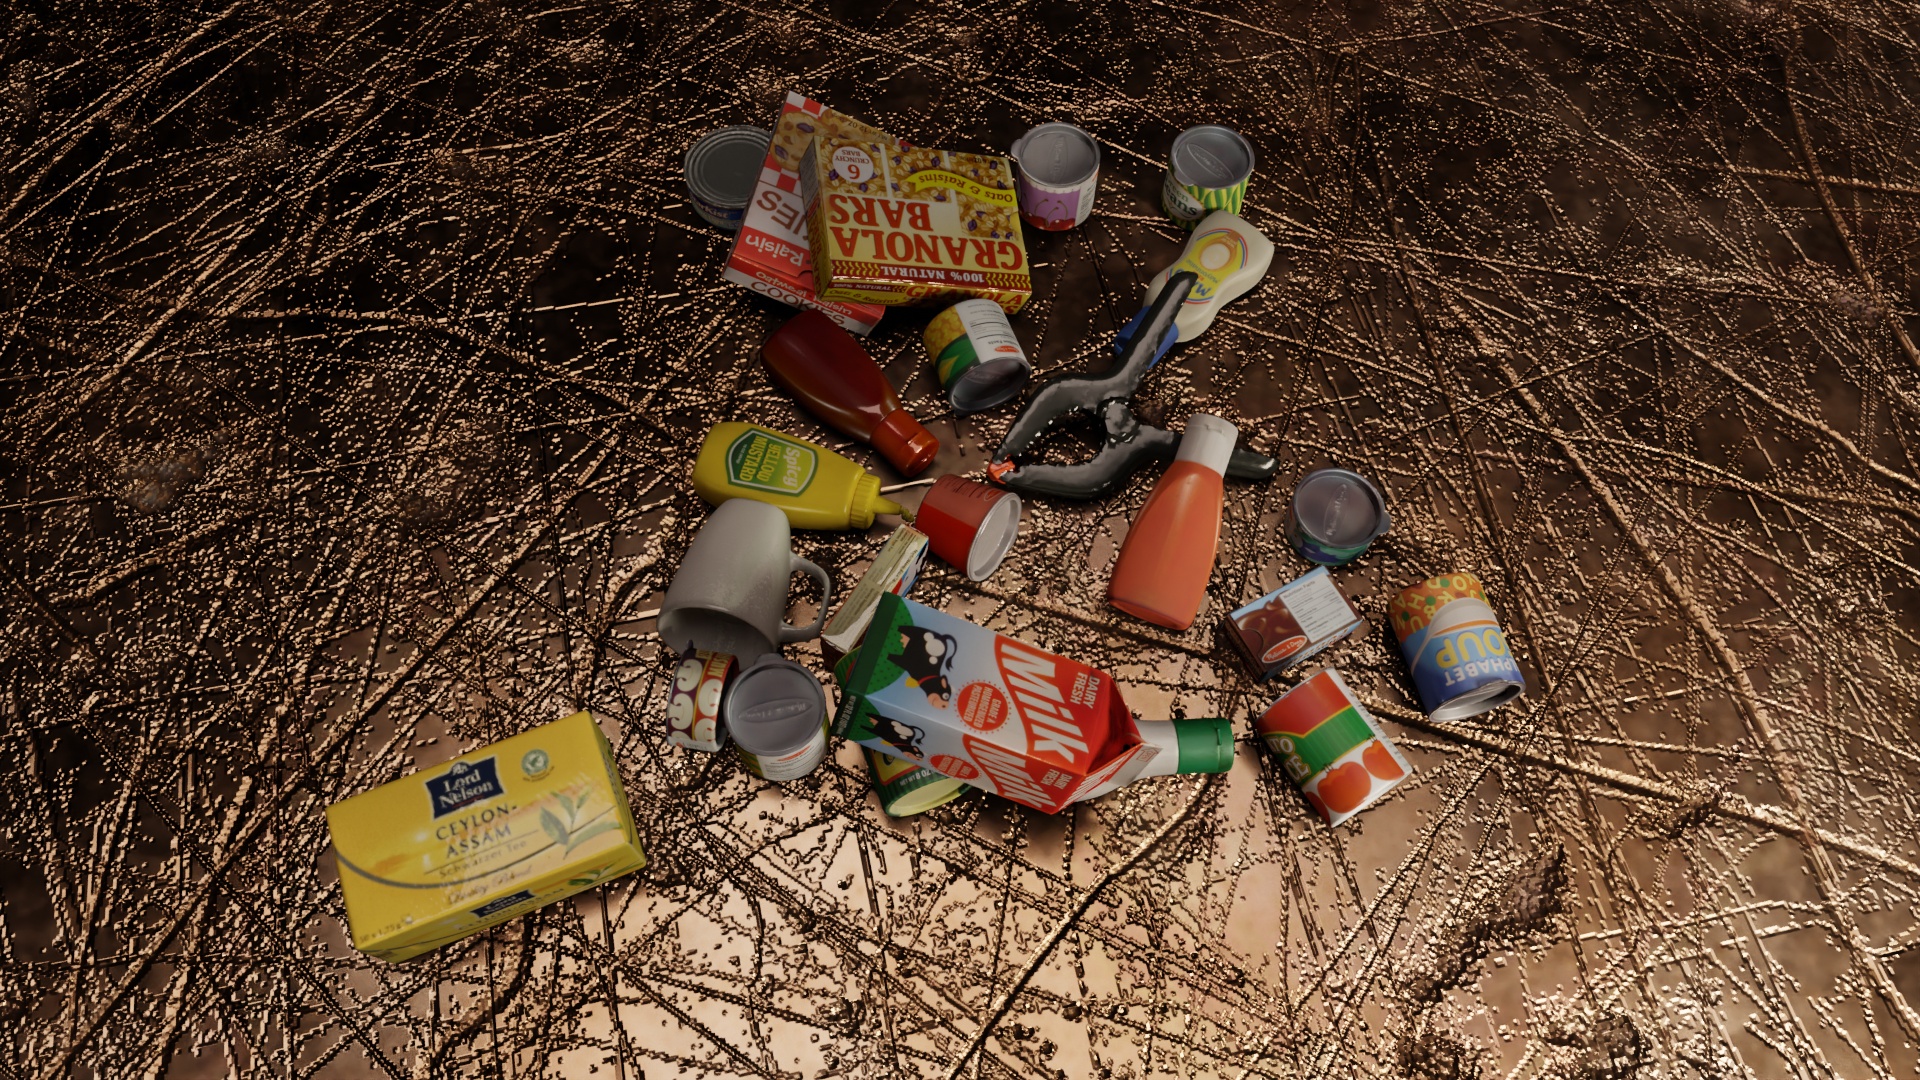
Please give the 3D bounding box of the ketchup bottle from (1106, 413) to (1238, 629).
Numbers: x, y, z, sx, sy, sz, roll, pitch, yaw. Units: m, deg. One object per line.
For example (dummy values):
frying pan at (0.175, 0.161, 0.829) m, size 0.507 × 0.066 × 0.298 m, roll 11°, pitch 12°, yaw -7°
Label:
ketchup bottle at (0.155, -0.016, 0.976) m, size 0.065 × 0.043 × 0.149 m, roll 21°, pitch 80°, yaw 2°

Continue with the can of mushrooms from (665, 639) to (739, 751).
can of mushrooms at (-0.170, 0.103, 0.917) m, size 0.033 × 0.070 × 0.071 m, roll 9°, pitch 64°, yaw 3°

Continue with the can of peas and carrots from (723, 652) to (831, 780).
can of peas and carrots at (-0.120, 0.117, 0.917) m, size 0.071 × 0.058 × 0.071 m, roll 0°, pitch 63°, yaw -1°

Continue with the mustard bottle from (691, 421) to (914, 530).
mustard bottle at (-0.109, -0.040, 0.999) m, size 0.160 × 0.048 × 0.065 m, roll 14°, pitch 66°, yaw 6°

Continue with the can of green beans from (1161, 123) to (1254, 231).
can of green beans at (0.199, -0.292, 1.123) m, size 0.071 × 0.057 × 0.071 m, roll 1°, pitch 64°, yaw -1°

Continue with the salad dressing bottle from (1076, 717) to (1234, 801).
salad dressing bottle at (0.105, 0.139, 0.919) m, size 0.148 × 0.043 × 0.064 m, roll -2°, pitch 64°, yaw -3°

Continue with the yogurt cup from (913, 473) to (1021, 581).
yogurt cup at (0.004, -0.012, 0.981) m, size 0.054 × 0.072 × 0.072 m, roll 27°, pitch 66°, yaw 20°

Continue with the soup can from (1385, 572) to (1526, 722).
soup can at (0.335, 0.071, 0.940) m, size 0.071 × 0.071 × 0.084 m, roll -12°, pitch 65°, yaw -6°

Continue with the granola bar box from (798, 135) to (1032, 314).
granola bar box at (-0.034, -0.241, 1.066) m, size 0.166 × 0.039 × 0.124 m, roll 0°, pitch 70°, yaw -24°

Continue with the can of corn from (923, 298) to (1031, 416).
can of corn at (0.010, -0.137, 1.042) m, size 0.071 × 0.071 × 0.058 m, roll -19°, pitch 65°, yaw -10°

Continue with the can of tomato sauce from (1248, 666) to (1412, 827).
can of tomato sauce at (0.242, 0.137, 0.910) m, size 0.071 × 0.071 × 0.083 m, roll -30°, pitch 69°, yaw -14°

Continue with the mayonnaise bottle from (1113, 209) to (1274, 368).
mayonnaise bottle at (0.178, -0.192, 1.083) m, size 0.065 × 0.041 × 0.148 m, roll 39°, pitch 70°, yaw 14°

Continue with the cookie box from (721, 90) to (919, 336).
cookie box at (-0.103, -0.257, 1.089) m, size 0.123 × 0.040 × 0.168 m, roll 21°, pitch 63°, yaw -15°

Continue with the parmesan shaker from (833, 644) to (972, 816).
parmesan shaker at (-0.033, 0.120, 0.913) m, size 0.071 × 0.071 × 0.103 m, roll -18°, pitch 66°, yaw -10°

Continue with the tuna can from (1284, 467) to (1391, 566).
tuna can at (0.272, -0.016, 1.003) m, size 0.071 × 0.032 × 0.071 m, roll 0°, pitch 64°, yaw -1°

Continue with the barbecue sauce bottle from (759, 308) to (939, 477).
barbecue sauce bottle at (-0.080, -0.107, 1.036) m, size 0.065 × 0.043 × 0.149 m, roll -42°, pitch 72°, yaw -18°

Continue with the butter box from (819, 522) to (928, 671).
butter box at (-0.059, 0.041, 0.958) m, size 0.024 × 0.053 × 0.104 m, roll 30°, pitch 68°, yaw 10°

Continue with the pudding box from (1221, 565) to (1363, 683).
pudding box at (0.230, 0.058, 0.968) m, size 0.084 × 0.030 × 0.050 m, roll -26°, pitch 68°, yaw -13°

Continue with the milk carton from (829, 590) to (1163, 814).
milk carton at (0.024, 0.107, 0.853) m, size 0.191 × 0.072 × 0.074 m, roll 21°, pitch 58°, yaw -3°

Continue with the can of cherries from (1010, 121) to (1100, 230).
can of cherries at (0.075, -0.294, 1.122) m, size 0.071 × 0.058 × 0.072 m, roll 0°, pitch 65°, yaw -1°
